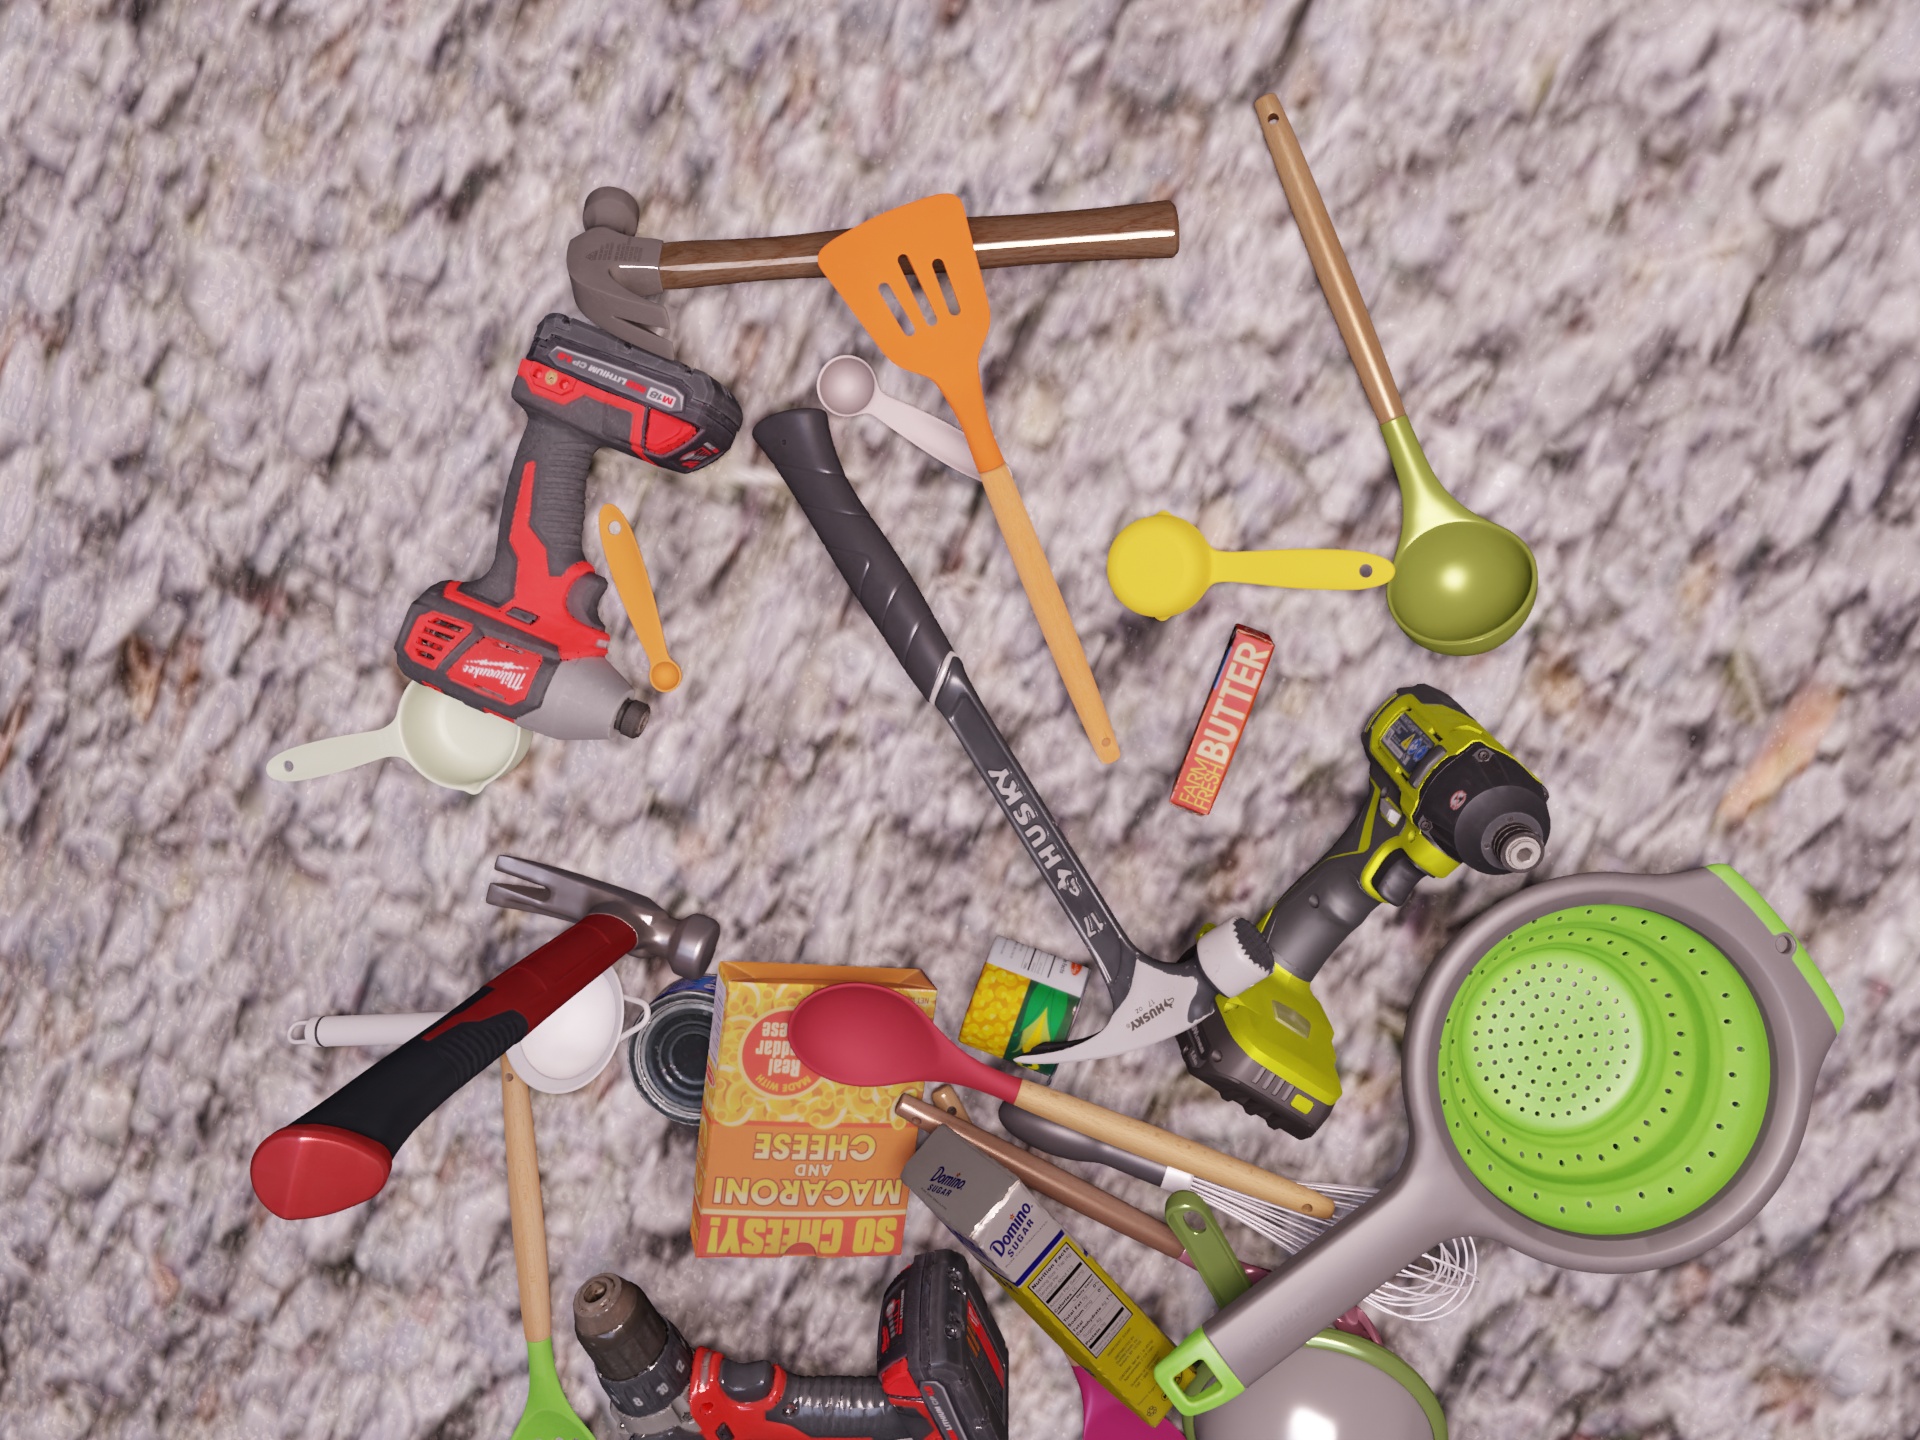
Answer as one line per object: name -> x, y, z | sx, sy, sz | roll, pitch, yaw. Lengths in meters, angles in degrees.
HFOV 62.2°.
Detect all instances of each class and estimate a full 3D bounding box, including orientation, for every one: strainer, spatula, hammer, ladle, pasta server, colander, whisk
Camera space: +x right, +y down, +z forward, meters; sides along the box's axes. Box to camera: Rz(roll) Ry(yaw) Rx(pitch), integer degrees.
strainer -> 0.173, 0.375, 0.878 | 0.151, 0.069, 0.256 | -22, 108, 22
spatula -> 0.024, -0.117, 0.857 | 0.081, 0.041, 0.322 | -26, 113, -4
hammer -> -0.048, -0.253, 0.861 | 0.331, 0.130, 0.031 | -4, 138, 1
hammer -> -0.001, -0.003, 0.861 | 0.149, 0.036, 0.409 | -39, 75, 27
ladle -> 0.221, -0.186, 0.847 | 0.078, 0.062, 0.320 | -22, 91, 14
pasta server -> 0.102, 0.295, 0.912 | 0.316, 0.040, 0.060 | 28, 118, -4
hammer -> -0.239, 0.139, 0.778 | 0.143, 0.386, 0.038 | 17, 99, 5
colander -> 0.266, 0.229, 0.851 | 0.397, 0.094, 0.204 | -37, 89, 1
whisk -> 0.156, 0.272, 0.914 | 0.284, 0.070, 0.070 | 18, 99, 10
strainer -> -0.298, 0.185, 0.970 | 0.258, 0.050, 0.087 | -5, 71, 14
ladle -> 0.056, 0.213, 0.877 | 0.315, 0.031, 0.069 | 20, 114, 2

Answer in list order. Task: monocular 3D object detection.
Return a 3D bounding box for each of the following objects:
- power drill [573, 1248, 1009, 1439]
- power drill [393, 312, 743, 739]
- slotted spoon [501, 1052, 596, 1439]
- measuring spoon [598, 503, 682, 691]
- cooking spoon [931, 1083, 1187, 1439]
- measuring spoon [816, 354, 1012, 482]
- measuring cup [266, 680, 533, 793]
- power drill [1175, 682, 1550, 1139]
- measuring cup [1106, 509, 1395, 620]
power drill -> -0.099, 0.374, 0.919 | 0.226, 0.080, 0.187 | -14, 121, 11
power drill -> -0.210, -0.099, 0.888 | 0.143, 0.078, 0.219 | 23, 91, 4
slotted spoon -> -0.264, 0.360, 0.993 | 0.070, 0.031, 0.314 | -4, 95, 8
measuring spoon -> -0.189, -0.073, 0.940 | 0.021, 0.011, 0.117 | -19, 90, 9
cooking spoon -> 0.061, 0.360, 0.952 | 0.069, 0.017, 0.319 | -28, 93, -2
measuring spoon -> -0.025, -0.167, 0.905 | 0.124, 0.018, 0.034 | 30, 98, -4
measuring cup -> -0.334, 0.011, 0.955 | 0.167, 0.038, 0.083 | -13, 95, 11
power drill -> 0.207, 0.098, 0.825 | 0.080, 0.171, 0.223 | 32, 105, -12
measuring cup -> 0.153, -0.082, 0.859 | 0.156, 0.029, 0.062 | 4, 98, 25
